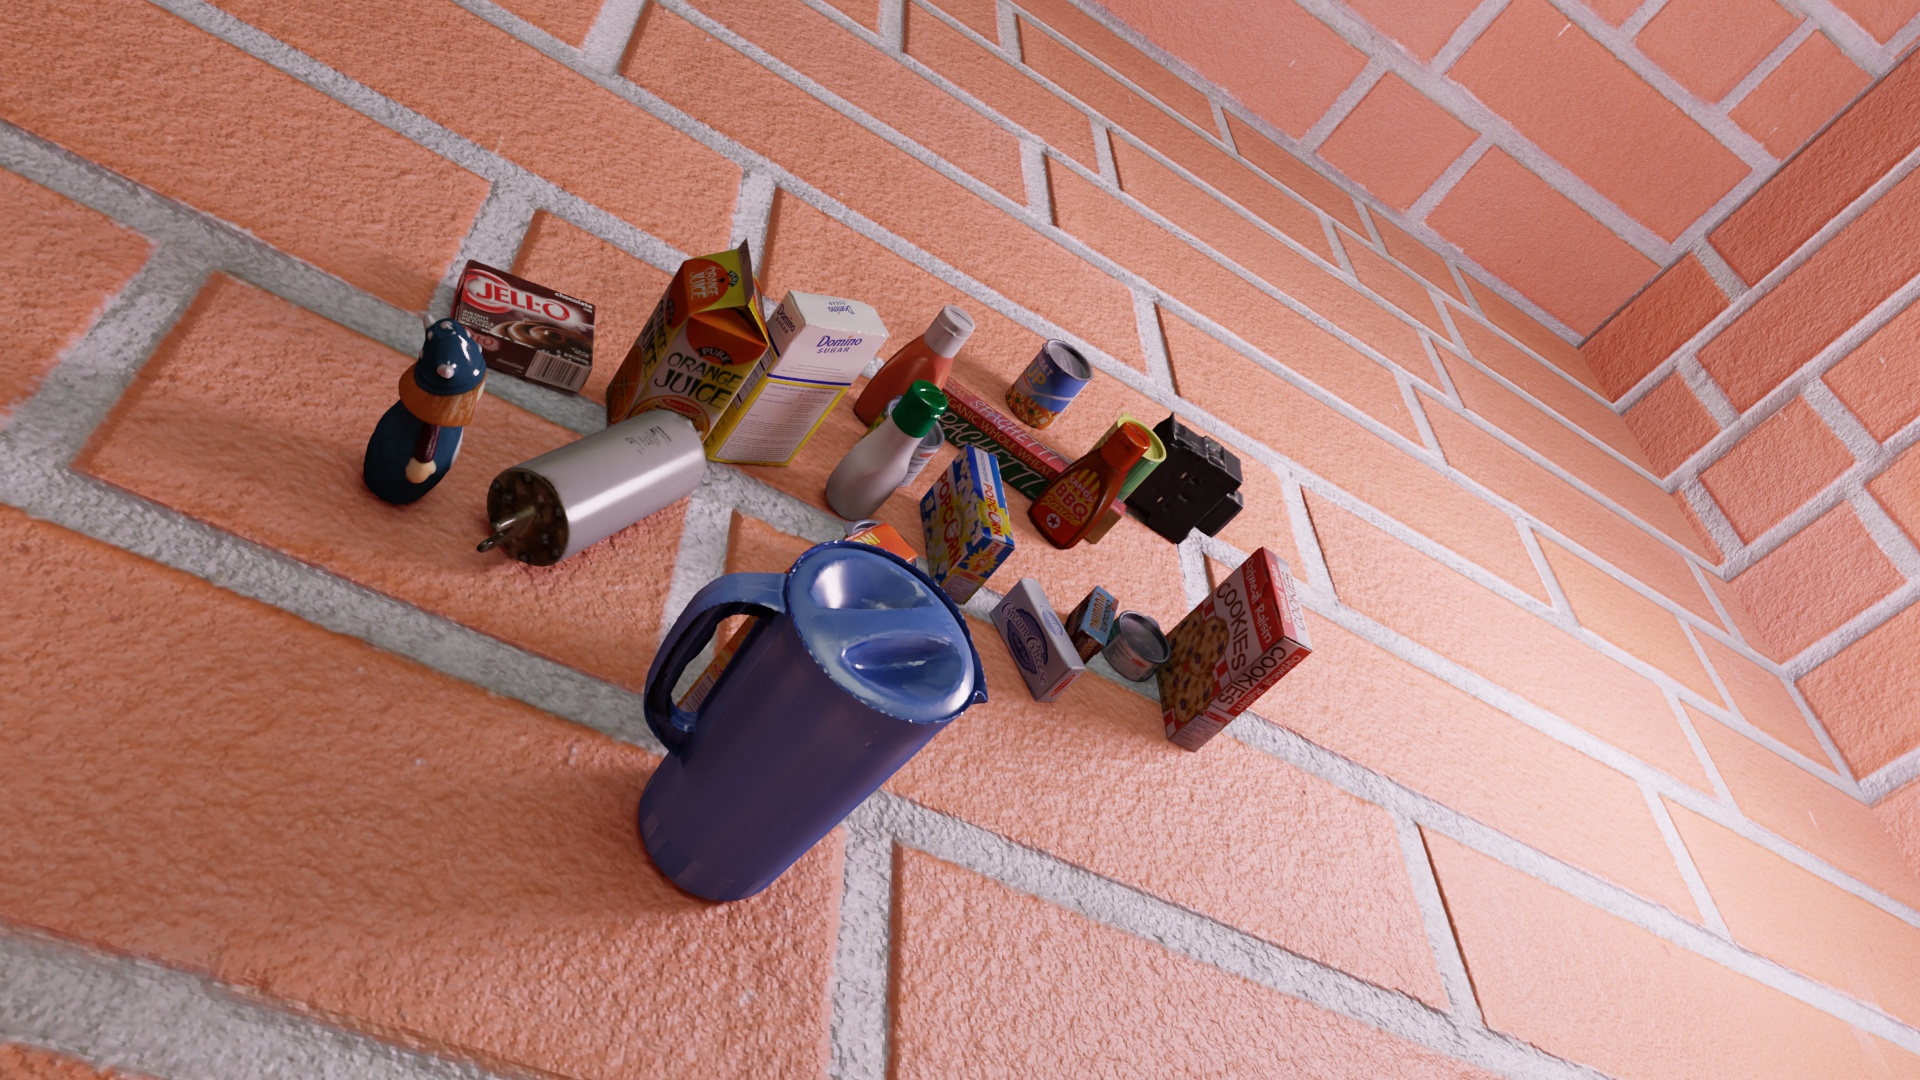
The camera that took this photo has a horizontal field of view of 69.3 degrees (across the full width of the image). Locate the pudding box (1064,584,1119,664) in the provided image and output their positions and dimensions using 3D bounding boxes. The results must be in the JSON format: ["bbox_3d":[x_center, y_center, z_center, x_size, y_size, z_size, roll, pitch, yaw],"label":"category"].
[{"bbox_3d":[0.120,0.085,1.322,0.030,0.049,0.084,38,33,-5],"label":"pudding box"}]

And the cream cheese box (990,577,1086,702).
[{"bbox_3d":[0.069,0.090,1.260,0.024,0.053,0.104,5,47,-43],"label":"cream cheese box"}]

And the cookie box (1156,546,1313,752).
[{"bbox_3d":[0.256,0.104,1.330,0.040,0.166,0.123,26,35,-22],"label":"cookie box"}]

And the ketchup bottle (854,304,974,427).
[{"bbox_3d":[-0.041,-0.165,1.361,0.064,0.148,0.044,36,33,-8],"label":"ketchup bottle"}]

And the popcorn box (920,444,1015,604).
[{"bbox_3d":[0.005,-0.016,1.291,0.038,0.085,0.127,22,37,-28],"label":"popcorn box"}]

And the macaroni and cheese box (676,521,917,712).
[{"bbox_3d":[-0.118,0.066,0.994,0.040,0.165,0.124,47,33,9],"label":"macaroni and cheese box"}]

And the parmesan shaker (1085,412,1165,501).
[{"bbox_3d":[0.164,-0.079,1.511,0.071,0.102,0.072,27,35,-21],"label":"parmesan shaker"}]

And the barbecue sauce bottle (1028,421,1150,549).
[{"bbox_3d":[0.134,-0.059,1.415,0.065,0.148,0.044,48,33,11],"label":"barbecue sauce bottle"}]

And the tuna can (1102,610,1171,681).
[{"bbox_3d":[0.173,0.103,1.370,0.071,0.032,0.071,27,35,-21],"label":"tuna can"}]

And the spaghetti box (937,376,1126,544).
[{"bbox_3d":[0.061,-0.086,1.463,0.250,0.050,0.029,35,33,-9],"label":"spaghetti box"}]

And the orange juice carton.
[{"bbox_3d":[-0.215,-0.155,1.131,0.073,0.191,0.072,19,39,-31],"label":"orange juice carton"}]

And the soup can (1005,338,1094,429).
[{"bbox_3d":[0.098,-0.178,1.579,0.071,0.083,0.072,27,35,-21],"label":"soup can"}]

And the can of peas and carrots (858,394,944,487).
[{"bbox_3d":[-0.060,-0.096,1.343,0.071,0.058,0.071,27,35,-21],"label":"can of peas and carrots"}]

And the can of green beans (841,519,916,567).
[{"bbox_3d":[-0.080,0.025,1.181,0.071,0.057,0.071,27,35,-21],"label":"can of green beans"}]

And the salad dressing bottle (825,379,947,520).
[{"bbox_3d":[-0.065,-0.080,1.237,0.064,0.147,0.044,1,50,-45],"label":"salad dressing bottle"}]
